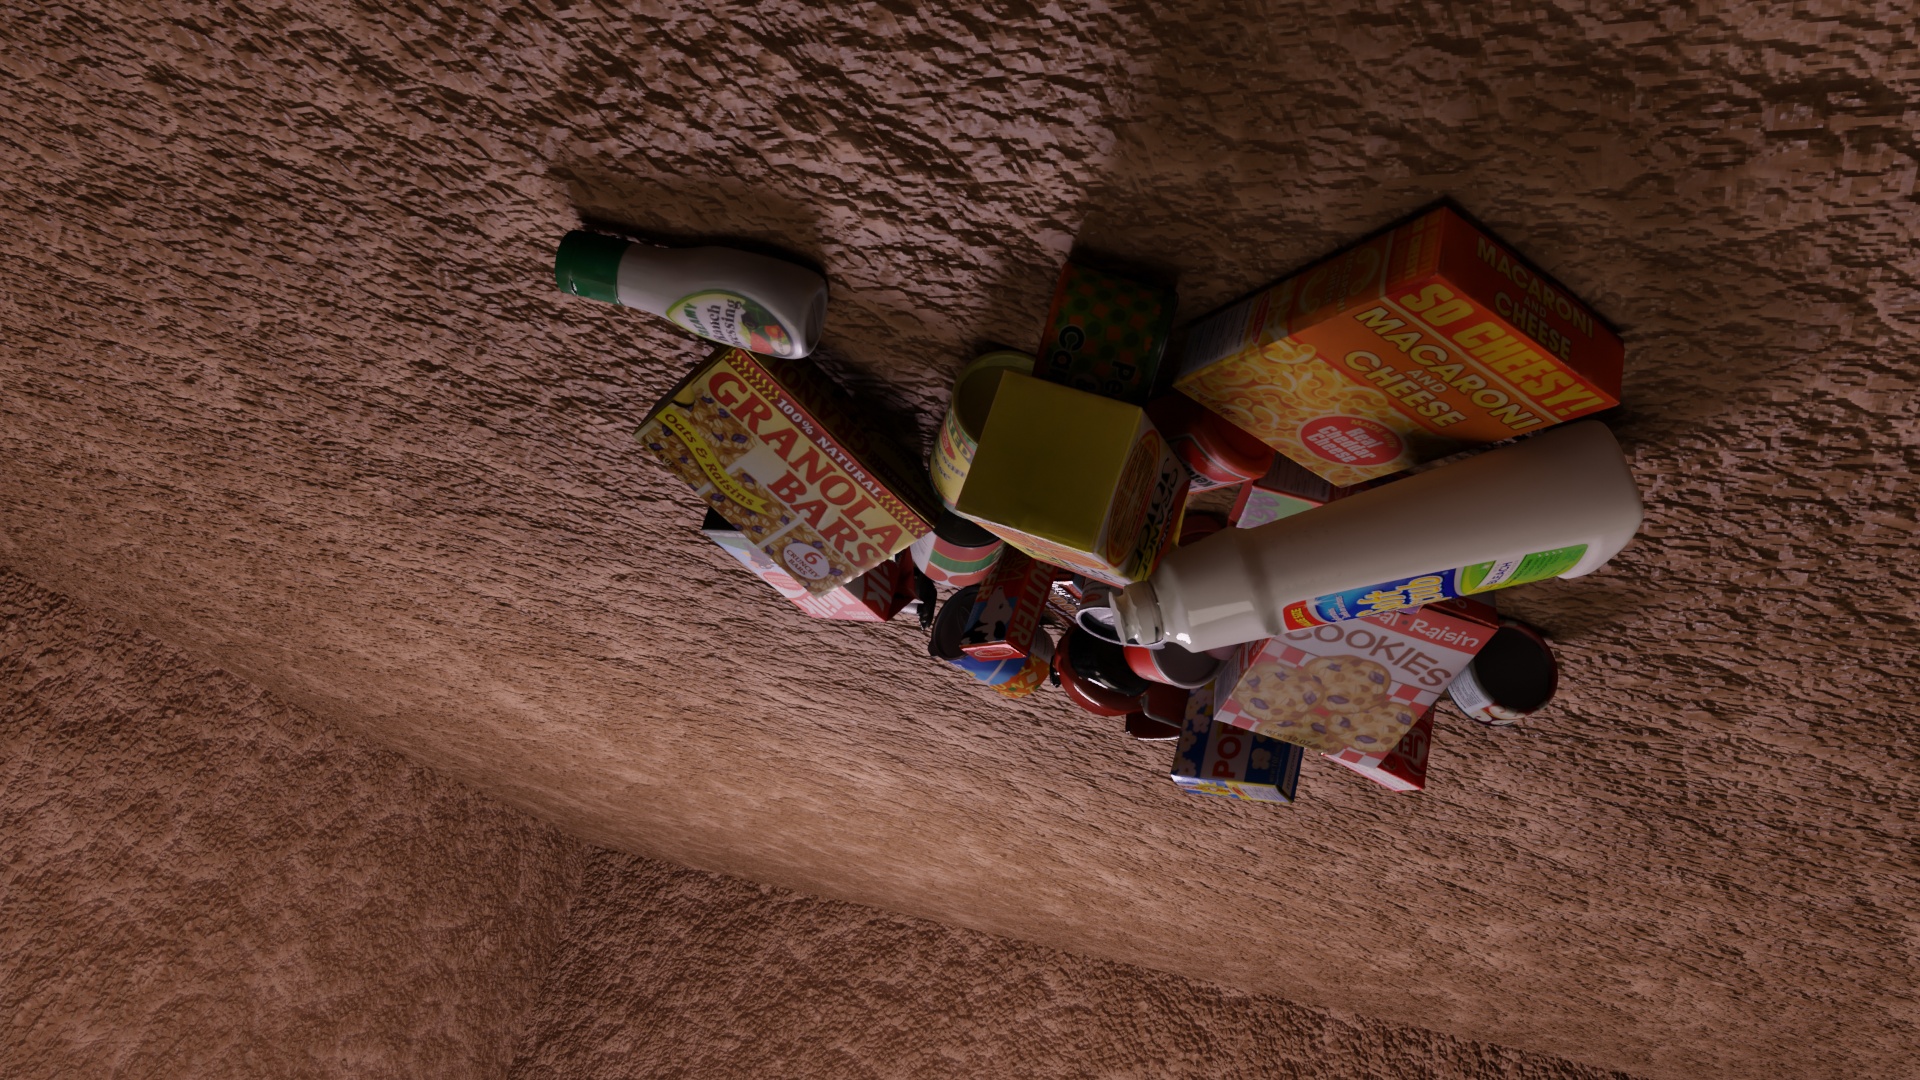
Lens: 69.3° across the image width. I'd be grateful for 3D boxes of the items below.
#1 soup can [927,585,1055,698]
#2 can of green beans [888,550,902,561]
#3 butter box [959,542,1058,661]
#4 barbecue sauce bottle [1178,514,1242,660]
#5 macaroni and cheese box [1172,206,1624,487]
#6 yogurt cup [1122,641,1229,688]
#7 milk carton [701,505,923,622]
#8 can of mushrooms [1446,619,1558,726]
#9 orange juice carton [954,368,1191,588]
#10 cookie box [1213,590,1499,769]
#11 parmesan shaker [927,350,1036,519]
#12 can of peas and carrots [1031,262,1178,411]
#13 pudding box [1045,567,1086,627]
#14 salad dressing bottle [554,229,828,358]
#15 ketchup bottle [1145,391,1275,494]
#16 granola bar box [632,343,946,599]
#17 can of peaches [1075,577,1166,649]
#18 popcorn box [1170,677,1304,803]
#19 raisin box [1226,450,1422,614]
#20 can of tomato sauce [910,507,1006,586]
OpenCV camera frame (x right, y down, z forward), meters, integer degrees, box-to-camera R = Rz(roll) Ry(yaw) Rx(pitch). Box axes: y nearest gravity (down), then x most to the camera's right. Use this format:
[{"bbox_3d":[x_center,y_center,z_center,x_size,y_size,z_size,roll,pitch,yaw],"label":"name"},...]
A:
[{"bbox_3d":[0.026,0.086,1.143,0.071,0.071,0.083,-6,148,43],"label":"soup can"},{"bbox_3d":[-0.063,-0.025,0.952,0.058,0.071,0.071,16,157,4],"label":"can of green beans"},{"bbox_3d":[0.038,0.032,0.965,0.024,0.104,0.053,35,153,-29],"label":"butter box"},{"bbox_3d":[0.178,0.034,0.948,0.065,0.044,0.148,-9,148,20],"label":"barbecue sauce bottle"},{"bbox_3d":[0.203,-0.085,0.661,0.123,0.040,0.166,27,156,-25],"label":"macaroni and cheese box"},{"bbox_3d":[0.158,0.077,1.040,0.072,0.072,0.054,25,164,-19],"label":"yogurt cup"},{"bbox_3d":[-0.101,0.006,1.039,0.072,0.074,0.190,2,154,31],"label":"milk carton"},{"bbox_3d":[0.360,0.087,0.920,0.071,0.071,0.033,19,156,-5],"label":"can of mushrooms"},{"bbox_3d":[0.068,-0.021,0.722,0.072,0.073,0.192,18,176,20],"label":"orange juice carton"},{"bbox_3d":[0.258,0.078,0.925,0.123,0.040,0.166,18,135,-4],"label":"cookie box"},{"bbox_3d":[0.020,-0.056,0.814,0.071,0.071,0.102,18,157,-3],"label":"parmesan shaker"},{"bbox_3d":[0.069,-0.097,0.686,0.059,0.071,0.070,17,157,2],"label":"can of peas and carrots"},{"bbox_3d":[0.085,0.036,1.036,0.049,0.030,0.083,-1,152,34],"label":"pudding box"},{"bbox_3d":[-0.150,-0.140,0.773,0.148,0.044,0.064,14,154,7],"label":"salad dressing bottle"},{"bbox_3d":[0.108,-0.049,0.806,0.064,0.044,0.148,33,153,-27],"label":"ketchup bottle"},{"bbox_3d":[-0.106,-0.047,0.870,0.165,0.039,0.123,43,133,-18],"label":"granola bar box"},{"bbox_3d":[0.121,0.037,0.977,0.071,0.058,0.071,13,157,6],"label":"can of peaches"},{"bbox_3d":[0.214,0.128,1.035,0.085,0.127,0.038,-1,148,36],"label":"popcorn box"},{"bbox_3d":[0.223,-0.007,0.813,0.123,0.040,0.085,15,146,4],"label":"raisin box"},{"bbox_3d":[0.003,-0.012,0.937,0.071,0.071,0.082,17,158,0],"label":"can of tomato sauce"}]
